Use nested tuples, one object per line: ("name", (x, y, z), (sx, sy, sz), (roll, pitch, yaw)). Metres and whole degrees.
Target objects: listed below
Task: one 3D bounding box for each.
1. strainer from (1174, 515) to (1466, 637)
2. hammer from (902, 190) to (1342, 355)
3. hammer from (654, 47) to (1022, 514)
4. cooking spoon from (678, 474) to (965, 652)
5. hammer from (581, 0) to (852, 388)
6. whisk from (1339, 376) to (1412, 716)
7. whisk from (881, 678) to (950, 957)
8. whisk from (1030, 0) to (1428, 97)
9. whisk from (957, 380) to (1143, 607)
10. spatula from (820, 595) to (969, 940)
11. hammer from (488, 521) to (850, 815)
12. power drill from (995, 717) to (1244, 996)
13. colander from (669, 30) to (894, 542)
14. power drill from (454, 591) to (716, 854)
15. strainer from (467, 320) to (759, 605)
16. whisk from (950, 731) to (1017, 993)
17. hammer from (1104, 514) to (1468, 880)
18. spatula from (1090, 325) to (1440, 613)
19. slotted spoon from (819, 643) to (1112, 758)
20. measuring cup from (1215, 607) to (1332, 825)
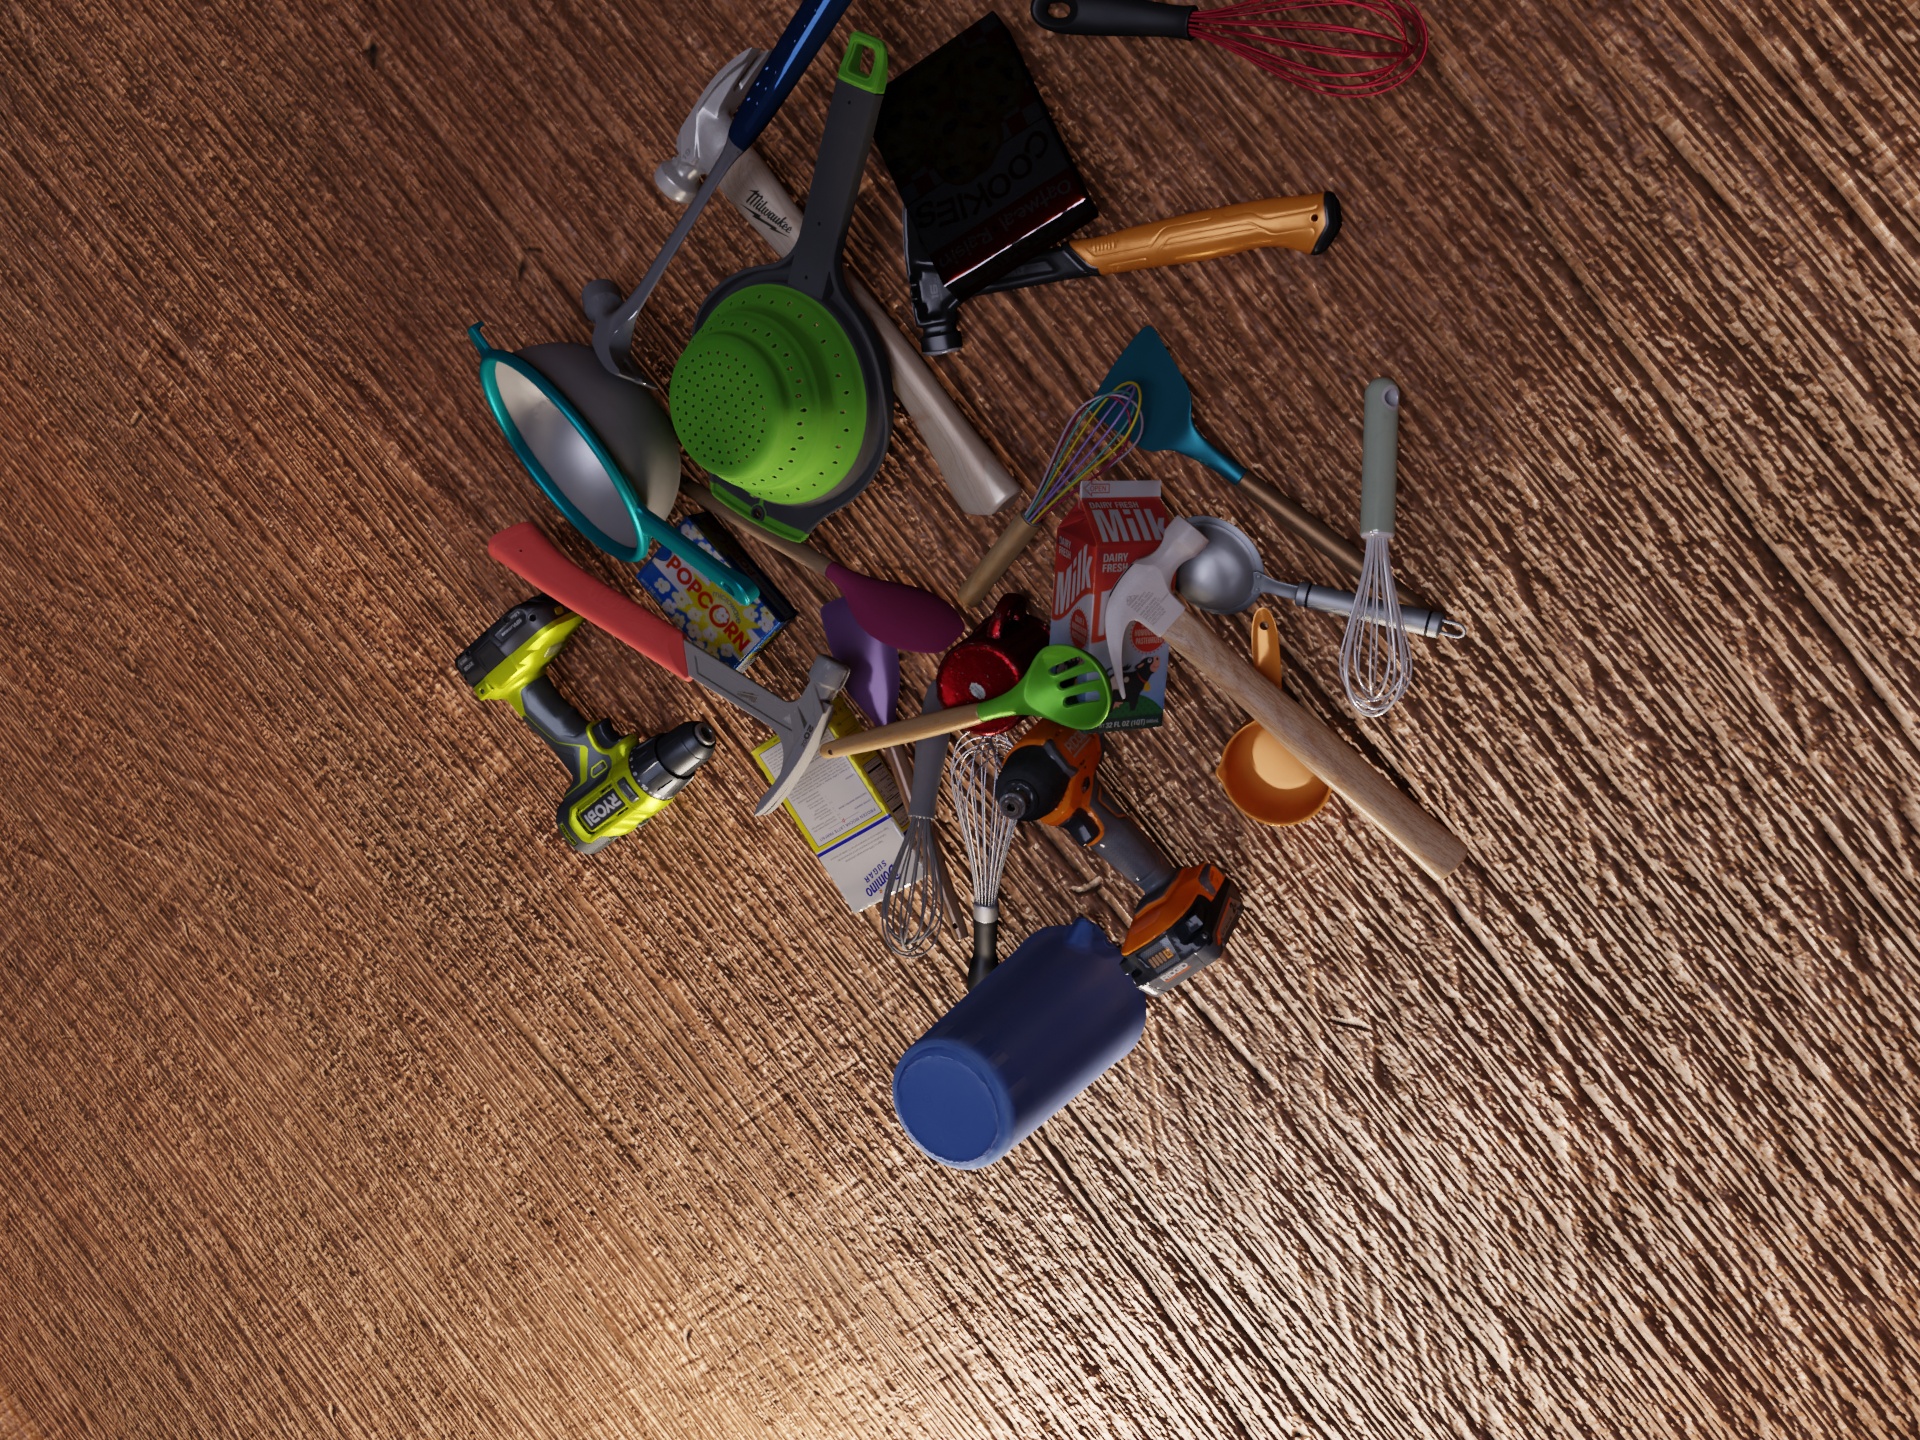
("strainer", (0.251, -0.097, 1.201), (0.258, 0.050, 0.086), (16, 132, 21))
("hammer", (0.114, -0.359, 1.193), (0.337, 0.034, 0.127), (-2, 106, 25))
("hammer", (-0.082, -0.336, 1.258), (0.411, 0.038, 0.146), (52, 126, 7))
("cooking spoon", (-0.129, -0.139, 1.347), (0.319, 0.069, 0.017), (31, 147, 25))
("hammer", (-0.174, -0.430, 1.215), (0.405, 0.035, 0.144), (-48, 46, 29))
("whisk", (0.300, -0.125, 1.147), (0.059, 0.057, 0.246), (-2, 85, 61))
("whisk", (-0.030, 0.081, 1.348), (0.055, 0.055, 0.239), (4, 81, 23))
("whisk", (0.180, -0.485, 1.113), (0.296, 0.073, 0.073), (18, 113, 25))
("whisk", (0.068, -0.173, 1.257), (0.047, 0.051, 0.245), (55, 128, 19))
("spatula", (-0.049, 0.040, 1.381), (0.060, 0.018, 0.316), (-19, 89, 19))
("hammer", (-0.274, -0.065, 1.398), (0.359, 0.036, 0.149), (31, 97, 15))
("power drill", (0.117, 0.104, 1.266), (0.084, 0.164, 0.226), (-39, 90, 28))
("colander", (-0.138, -0.321, 1.217), (0.205, 0.094, 0.396), (30, 121, 20))
("power drill", (-0.347, -0.007, 1.488), (0.190, 0.080, 0.228), (-35, 93, 29))
("strainer", (-0.262, -0.211, 1.333), (0.341, 0.095, 0.210), (37, 156, 26))
("whisk", (0.024, 0.135, 1.382), (0.070, 0.070, 0.284), (11, 116, 21))
("hammer", (0.242, 0.003, 1.186), (0.331, 0.031, 0.130), (41, 100, -2))
("spatula", (0.237, -0.172, 1.205), (0.317, 0.044, 0.082), (38, 119, 4))
("slotted spoon", (-0.002, -0.004, 1.264), (0.314, 0.031, 0.070), (-14, 104, 41))
("measuring cup", (0.246, -0.007, 1.234), (0.095, 0.052, 0.173), (-2, 105, 23))
